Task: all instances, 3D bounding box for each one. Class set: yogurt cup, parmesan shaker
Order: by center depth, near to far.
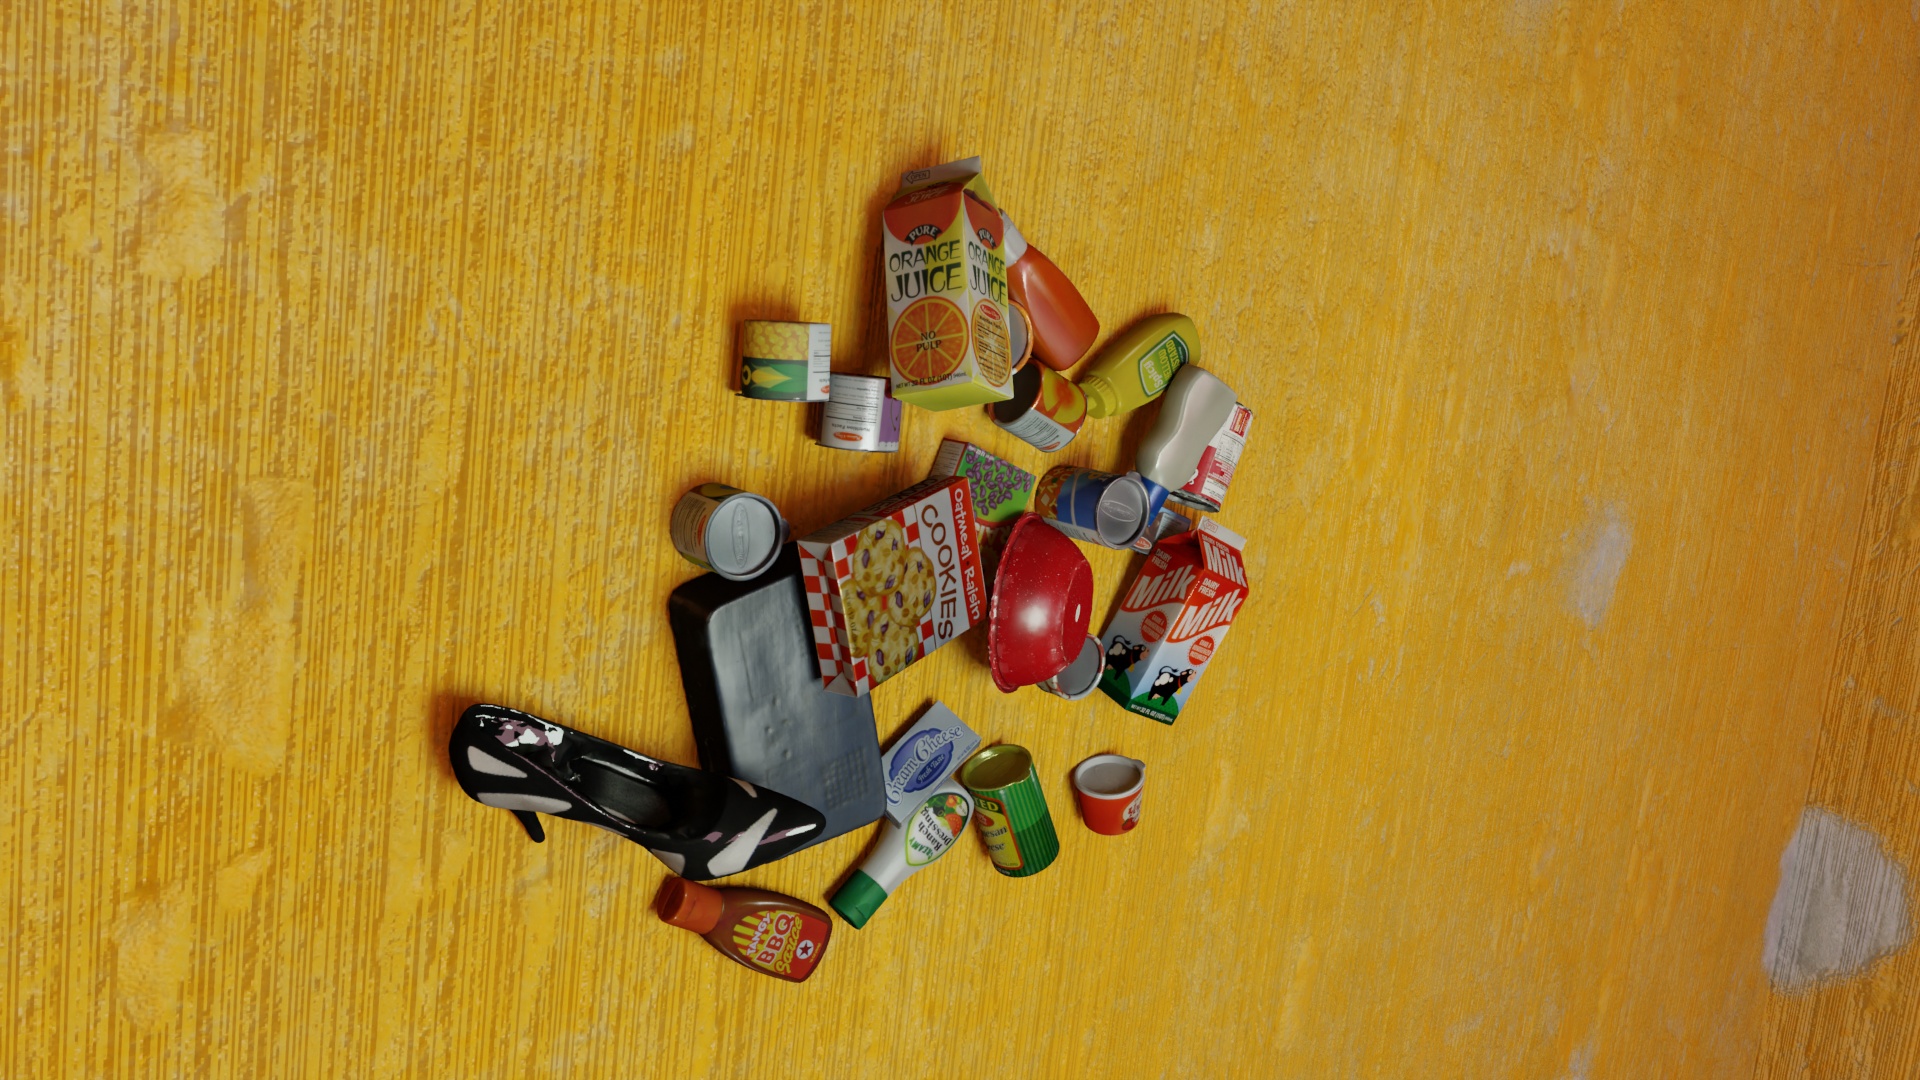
[{"bbox_3d":[0.048,0.246,1.257,0.071,0.071,0.102,-32,118,-28],"label":"parmesan shaker"},{"bbox_3d":[0.144,0.247,1.338,0.073,0.072,0.053,-23,121,-32],"label":"yogurt cup"}]

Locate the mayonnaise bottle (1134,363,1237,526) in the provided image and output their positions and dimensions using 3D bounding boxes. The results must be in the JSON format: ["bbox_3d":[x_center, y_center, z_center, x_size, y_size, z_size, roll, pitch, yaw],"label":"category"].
[{"bbox_3d":[0.194,-0.085,1.274,0.064,0.041,0.148,30,90,-37],"label":"mayonnaise bottle"}]

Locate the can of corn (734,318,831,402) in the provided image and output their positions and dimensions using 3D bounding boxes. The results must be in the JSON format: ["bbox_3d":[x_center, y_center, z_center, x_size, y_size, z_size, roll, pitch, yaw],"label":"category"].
[{"bbox_3d":[-0.133,-0.135,1.041,0.071,0.071,0.058,-4,102,-37],"label":"can of corn"}]

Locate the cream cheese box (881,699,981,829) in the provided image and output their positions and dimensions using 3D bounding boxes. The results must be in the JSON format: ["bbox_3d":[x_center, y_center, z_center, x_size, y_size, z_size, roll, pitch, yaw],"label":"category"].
[{"bbox_3d":[-0.036,0.192,1.193,0.104,0.053,0.024,-44,166,-22],"label":"cream cheese box"}]

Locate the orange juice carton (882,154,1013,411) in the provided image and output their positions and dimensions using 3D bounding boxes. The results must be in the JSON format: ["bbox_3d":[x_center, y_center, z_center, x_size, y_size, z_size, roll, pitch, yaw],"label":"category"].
[{"bbox_3d":[-0.010,-0.203,1.083,0.073,0.072,0.193,13,72,-61],"label":"orange juice carton"}]

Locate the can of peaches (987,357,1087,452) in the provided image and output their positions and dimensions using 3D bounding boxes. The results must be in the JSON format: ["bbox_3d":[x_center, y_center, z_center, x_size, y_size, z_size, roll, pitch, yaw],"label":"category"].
[{"bbox_3d":[0.066,-0.119,1.198,0.058,0.071,0.071,26,84,-38],"label":"can of peaches"}]

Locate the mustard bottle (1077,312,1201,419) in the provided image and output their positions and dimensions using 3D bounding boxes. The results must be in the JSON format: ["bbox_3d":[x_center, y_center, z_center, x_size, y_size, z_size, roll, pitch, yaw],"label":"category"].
[{"bbox_3d":[0.153,-0.150,1.268,0.161,0.049,0.065,-37,122,-26],"label":"mustard bottle"}]

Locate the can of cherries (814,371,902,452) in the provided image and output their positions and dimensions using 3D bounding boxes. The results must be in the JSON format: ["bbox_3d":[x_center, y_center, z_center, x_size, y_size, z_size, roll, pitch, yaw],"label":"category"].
[{"bbox_3d":[-0.079,-0.101,1.091,0.071,0.071,0.058,-1,100,-38],"label":"can of cherries"}]

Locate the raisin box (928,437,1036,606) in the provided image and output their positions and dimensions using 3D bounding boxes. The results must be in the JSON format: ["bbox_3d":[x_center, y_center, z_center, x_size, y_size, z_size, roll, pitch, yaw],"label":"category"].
[{"bbox_3d":[0.004,-0.015,1.188,0.086,0.040,0.123,24,84,-38],"label":"raisin box"}]

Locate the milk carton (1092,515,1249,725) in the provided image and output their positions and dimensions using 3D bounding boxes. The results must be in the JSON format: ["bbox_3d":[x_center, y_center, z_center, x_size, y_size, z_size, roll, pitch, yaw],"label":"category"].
[{"bbox_3d":[0.203,0.070,1.313,0.072,0.073,0.190,25,98,-39],"label":"milk carton"}]

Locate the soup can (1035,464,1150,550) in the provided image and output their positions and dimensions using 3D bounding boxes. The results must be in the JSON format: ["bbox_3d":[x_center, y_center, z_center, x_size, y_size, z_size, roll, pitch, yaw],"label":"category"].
[{"bbox_3d":[0.119,-0.034,1.244,0.071,0.084,0.071,-9,106,-36],"label":"soup can"}]

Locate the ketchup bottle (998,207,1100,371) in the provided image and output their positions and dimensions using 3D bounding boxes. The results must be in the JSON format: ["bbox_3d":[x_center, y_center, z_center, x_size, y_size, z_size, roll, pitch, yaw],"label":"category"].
[{"bbox_3d":[0.061,-0.216,1.186,0.065,0.043,0.148,-52,125,-18],"label":"ketchup bottle"}]

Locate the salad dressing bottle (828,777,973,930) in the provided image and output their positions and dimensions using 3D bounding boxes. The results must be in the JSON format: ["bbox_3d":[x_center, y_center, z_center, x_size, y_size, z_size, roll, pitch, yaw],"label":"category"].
[{"bbox_3d":[-0.051,0.269,1.202,0.148,0.044,0.064,-46,118,-21],"label":"salad dressing bottle"}]

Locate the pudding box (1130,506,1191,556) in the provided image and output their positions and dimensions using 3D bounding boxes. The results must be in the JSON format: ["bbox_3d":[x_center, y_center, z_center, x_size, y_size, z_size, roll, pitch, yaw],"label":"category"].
[{"bbox_3d":[0.180,-0.012,1.331,0.083,0.030,0.049,21,88,-39],"label":"pudding box"}]

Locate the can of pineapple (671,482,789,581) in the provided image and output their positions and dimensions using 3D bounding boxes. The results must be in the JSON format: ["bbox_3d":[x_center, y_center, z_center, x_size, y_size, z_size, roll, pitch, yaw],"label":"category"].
[{"bbox_3d":[-0.173,-0.007,1.040,0.071,0.058,0.070,-10,106,-36],"label":"can of pineapple"}]

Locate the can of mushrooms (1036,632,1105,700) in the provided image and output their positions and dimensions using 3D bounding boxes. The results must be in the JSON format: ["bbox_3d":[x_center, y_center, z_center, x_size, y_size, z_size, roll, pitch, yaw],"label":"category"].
[{"bbox_3d":[0.100,0.112,1.294,0.071,0.033,0.071,-10,106,-35],"label":"can of mushrooms"}]

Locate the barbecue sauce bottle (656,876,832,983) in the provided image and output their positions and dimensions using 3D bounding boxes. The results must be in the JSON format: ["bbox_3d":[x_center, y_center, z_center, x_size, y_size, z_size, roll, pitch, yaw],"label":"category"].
[{"bbox_3d":[-0.174,0.308,1.116,0.148,0.044,0.065,32,80,-37],"label":"barbecue sauce bottle"}]

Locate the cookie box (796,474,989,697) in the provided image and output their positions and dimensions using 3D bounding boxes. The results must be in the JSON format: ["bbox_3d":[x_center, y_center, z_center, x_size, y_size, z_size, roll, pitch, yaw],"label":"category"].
[{"bbox_3d":[-0.049,0.031,1.080,0.168,0.040,0.122,-29,116,-47],"label":"cookie box"}]

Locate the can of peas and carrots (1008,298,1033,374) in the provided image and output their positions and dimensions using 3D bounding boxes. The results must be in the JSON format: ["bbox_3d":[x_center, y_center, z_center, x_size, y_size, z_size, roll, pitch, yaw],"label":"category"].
[{"bbox_3d":[0.019,-0.172,1.153,0.071,0.059,0.070,-10,106,-37],"label":"can of peas and carrots"}]
